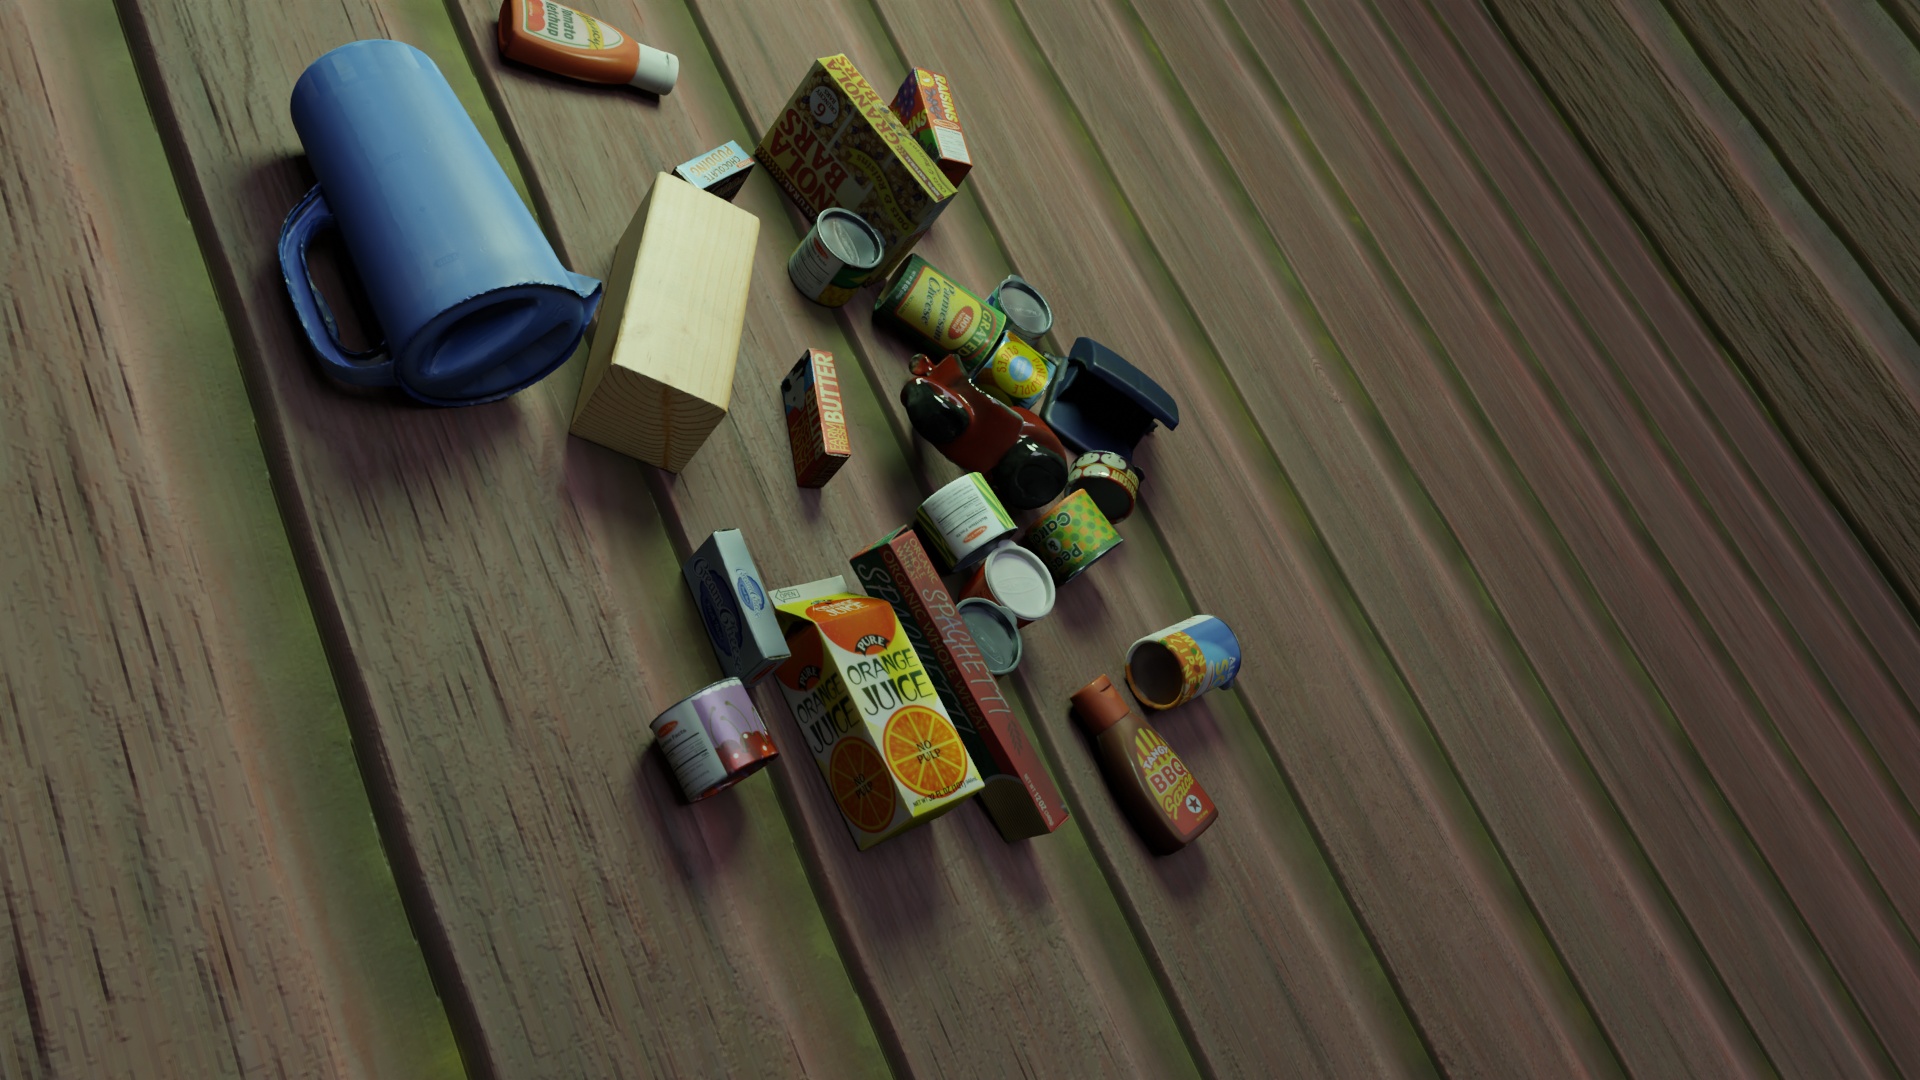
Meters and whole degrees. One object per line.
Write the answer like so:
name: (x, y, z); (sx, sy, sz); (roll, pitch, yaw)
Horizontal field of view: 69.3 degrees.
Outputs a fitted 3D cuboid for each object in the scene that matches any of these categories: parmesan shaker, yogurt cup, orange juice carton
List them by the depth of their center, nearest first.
orange juice carton: (-0.069, 0.113, 0.990); (0.072, 0.072, 0.193); (-14, 70, -43)
yogurt cup: (0.035, 0.045, 1.136); (0.072, 0.053, 0.073); (21, 50, -26)
parmesan shaker: (-0.021, -0.204, 1.264); (0.103, 0.071, 0.072); (32, 45, -16)

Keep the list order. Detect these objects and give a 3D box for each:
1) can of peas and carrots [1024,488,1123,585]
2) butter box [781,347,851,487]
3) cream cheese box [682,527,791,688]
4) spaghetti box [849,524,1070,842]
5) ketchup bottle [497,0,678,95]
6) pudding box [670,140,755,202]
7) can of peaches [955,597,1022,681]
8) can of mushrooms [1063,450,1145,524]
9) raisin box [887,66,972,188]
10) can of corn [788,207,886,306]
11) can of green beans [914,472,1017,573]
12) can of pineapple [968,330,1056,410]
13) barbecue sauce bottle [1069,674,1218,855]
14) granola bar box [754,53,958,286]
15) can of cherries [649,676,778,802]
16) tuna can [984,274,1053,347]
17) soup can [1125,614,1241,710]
can of peas and carrots: (0.097, -0.003, 1.211); (0.071, 0.070, 0.059); (-30, 80, -46)
butter box: (-0.117, -0.098, 1.118); (0.024, 0.053, 0.104); (7, 56, -33)
cream cheese box: (-0.159, 0.048, 0.979); (0.024, 0.053, 0.104); (-7, 65, -44)
spaghetti box: (-0.001, 0.108, 1.028); (0.029, 0.050, 0.250); (-33, 96, -47)
ketchup bottle: (-0.319, -0.423, 1.198); (0.149, 0.043, 0.065); (9, 55, -35)
pudding box: (-0.219, -0.305, 1.188); (0.030, 0.049, 0.084); (45, 42, -1)
can of peaches: (0.007, 0.086, 1.081); (0.071, 0.057, 0.071); (21, 49, -26)
can of mushrooms: (0.131, -0.048, 1.267); (0.071, 0.070, 0.034); (34, 46, -15)
raisin box: (-0.037, -0.390, 1.367); (0.040, 0.085, 0.124); (4, 58, -31)
can of corn: (-0.109, -0.250, 1.230); (0.071, 0.058, 0.071); (21, 49, -26)
can of green beans: (0.004, -0.015, 1.146); (0.071, 0.071, 0.058); (-24, 76, -46)
can of pineapple: (0.046, -0.151, 1.274); (0.058, 0.070, 0.071); (36, 44, -11)
barbecue sauce bottle: (0.146, 0.180, 1.135); (0.065, 0.043, 0.148); (-27, 79, -45)
granola bar box: (-0.095, -0.332, 1.251); (0.165, 0.123, 0.039); (51, 43, 3)
can of cherries: (-0.159, 0.130, 0.911); (0.072, 0.071, 0.058); (-20, 74, -45)
tuna can: (0.054, -0.222, 1.358); (0.071, 0.032, 0.071); (21, 49, -26)
soup can: (0.195, 0.108, 1.209); (0.084, 0.071, 0.071); (-16, 72, -43)
